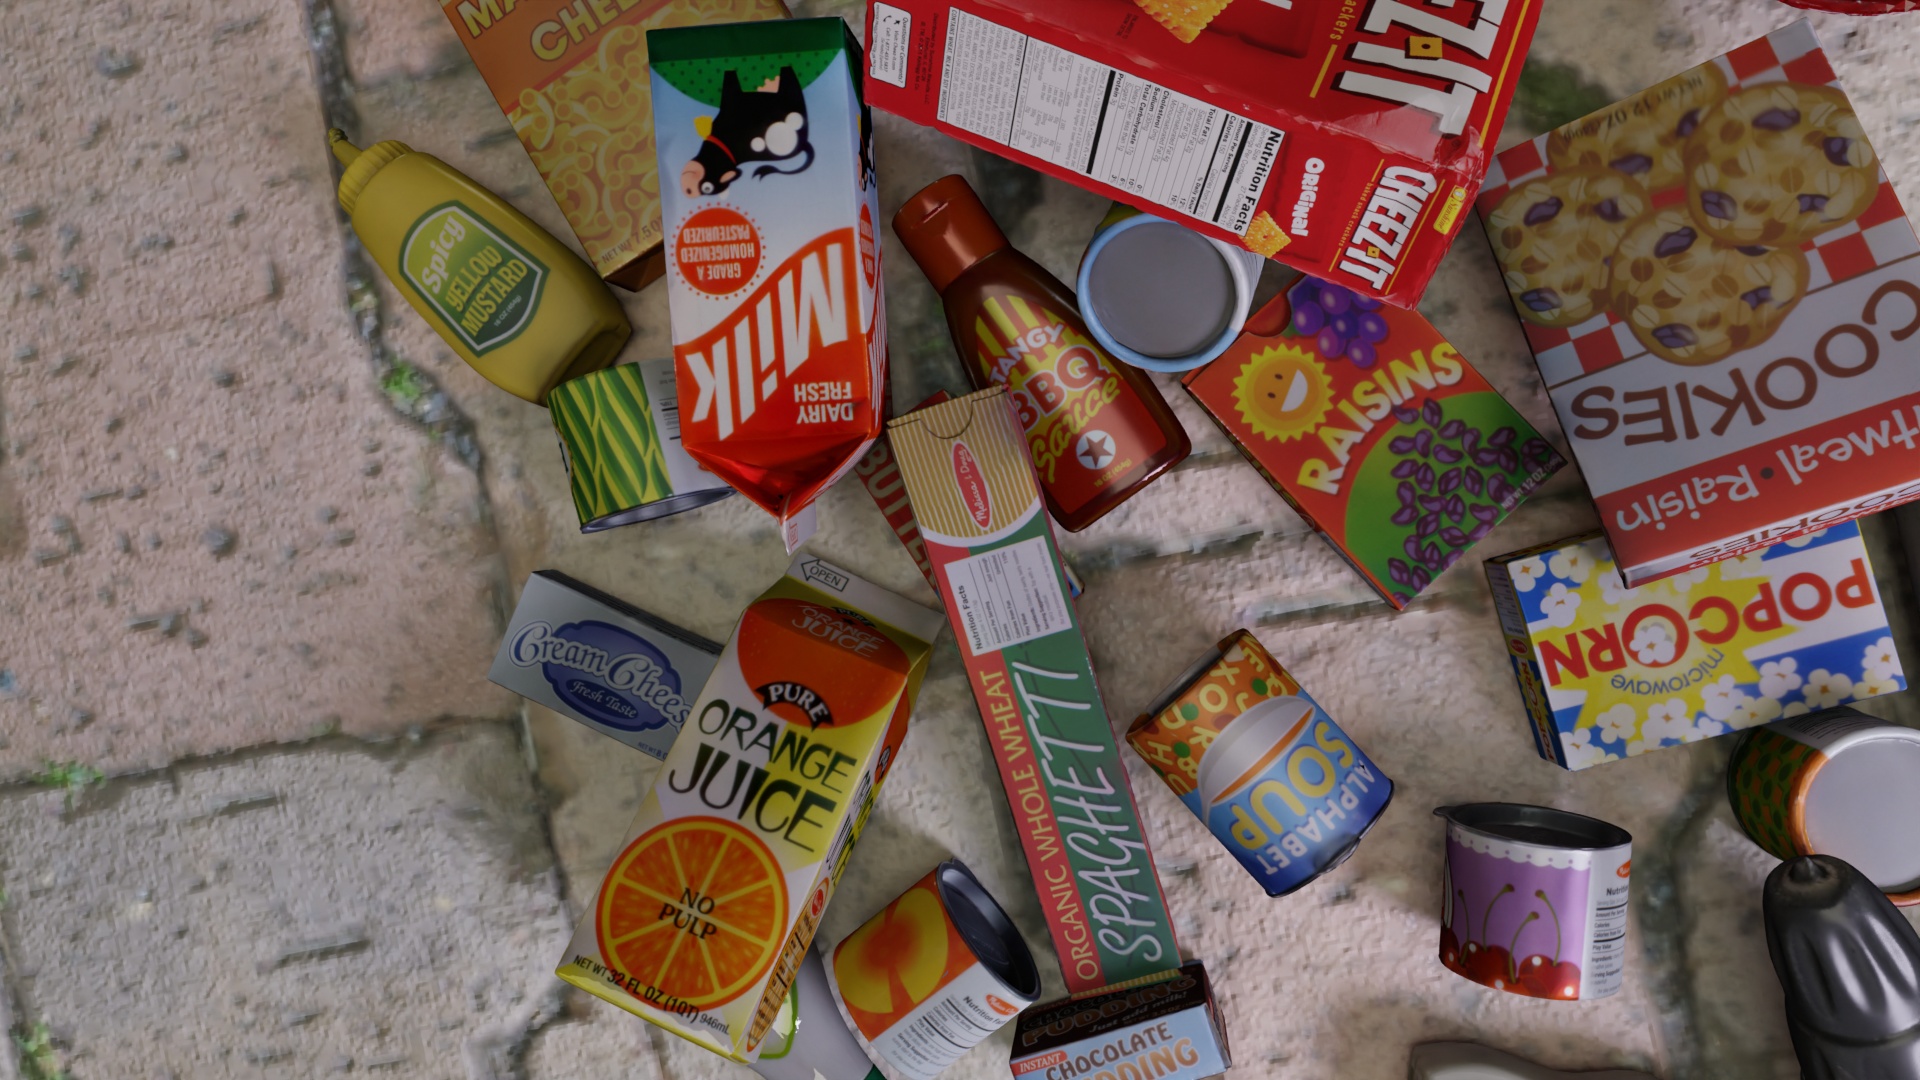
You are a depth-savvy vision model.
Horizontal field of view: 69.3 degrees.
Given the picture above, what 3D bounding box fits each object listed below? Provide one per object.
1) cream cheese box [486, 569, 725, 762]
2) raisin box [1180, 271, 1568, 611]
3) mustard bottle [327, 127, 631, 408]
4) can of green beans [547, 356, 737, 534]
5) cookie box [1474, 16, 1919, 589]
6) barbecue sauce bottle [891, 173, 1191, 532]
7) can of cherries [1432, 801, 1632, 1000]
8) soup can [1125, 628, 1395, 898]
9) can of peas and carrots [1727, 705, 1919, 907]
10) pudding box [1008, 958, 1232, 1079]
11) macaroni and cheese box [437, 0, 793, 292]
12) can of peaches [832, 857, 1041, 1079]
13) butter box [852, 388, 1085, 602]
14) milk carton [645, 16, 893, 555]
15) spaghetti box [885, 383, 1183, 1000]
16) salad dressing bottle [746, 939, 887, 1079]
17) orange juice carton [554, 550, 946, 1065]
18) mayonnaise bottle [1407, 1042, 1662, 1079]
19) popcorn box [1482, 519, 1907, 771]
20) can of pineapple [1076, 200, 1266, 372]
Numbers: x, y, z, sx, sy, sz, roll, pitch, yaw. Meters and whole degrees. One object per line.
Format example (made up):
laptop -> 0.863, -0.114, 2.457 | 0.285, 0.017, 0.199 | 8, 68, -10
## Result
cream cheese box -> -0.147, 0.056, 0.602 | 0.104, 0.024, 0.053 | 23, 93, 7
raisin box -> 0.160, -0.046, 0.550 | 0.086, 0.040, 0.123 | -43, 85, 8
mustard bottle -> -0.218, -0.125, 0.596 | 0.160, 0.049, 0.065 | 40, 95, 5
can of green beans -> -0.132, -0.040, 0.577 | 0.071, 0.071, 0.058 | -16, 89, 8
cookie box -> 0.271, -0.082, 0.499 | 0.122, 0.040, 0.168 | -21, 72, 23
barbecue sauce bottle -> 0.028, -0.079, 0.566 | 0.065, 0.044, 0.148 | -36, 86, 14
can of cherries -> 0.217, 0.136, 0.533 | 0.071, 0.071, 0.058 | 3, 93, 8
soup can -> 0.116, 0.086, 0.542 | 0.071, 0.071, 0.084 | -44, 85, 7
can of peas and carrots -> 0.333, 0.099, 0.518 | 0.071, 0.059, 0.071 | 0, 91, 9
pudding box -> 0.065, 0.202, 0.562 | 0.083, 0.050, 0.030 | -19, 90, 9
macaroni and cheese box -> -0.136, -0.210, 0.588 | 0.123, 0.040, 0.166 | -32, 87, 6
can of peaches -> -0.010, 0.173, 0.566 | 0.058, 0.071, 0.071 | -40, 86, 8
butter box -> 0.002, -0.007, 0.580 | 0.053, 0.024, 0.103 | -34, 87, 7
milk carton -> -0.068, -0.093, 0.531 | 0.073, 0.072, 0.190 | -3, 97, 4
spaghetti box -> 0.031, 0.063, 0.554 | 0.050, 0.029, 0.249 | -16, 99, 7
salad dressing bottle -> -0.073, 0.203, 0.584 | 0.064, 0.044, 0.147 | -40, 86, 6
orange juice carton -> -0.074, 0.098, 0.548 | 0.072, 0.072, 0.193 | 22, 67, 7
mayonnaise bottle -> 0.252, 0.236, 0.540 | 0.148, 0.041, 0.064 | 3, 90, 9
popcorn box -> 0.279, 0.031, 0.534 | 0.127, 0.038, 0.085 | -16, 89, 8
can of pineapple -> 0.081, -0.106, 0.538 | 0.071, 0.058, 0.070 | 10, 125, 15
